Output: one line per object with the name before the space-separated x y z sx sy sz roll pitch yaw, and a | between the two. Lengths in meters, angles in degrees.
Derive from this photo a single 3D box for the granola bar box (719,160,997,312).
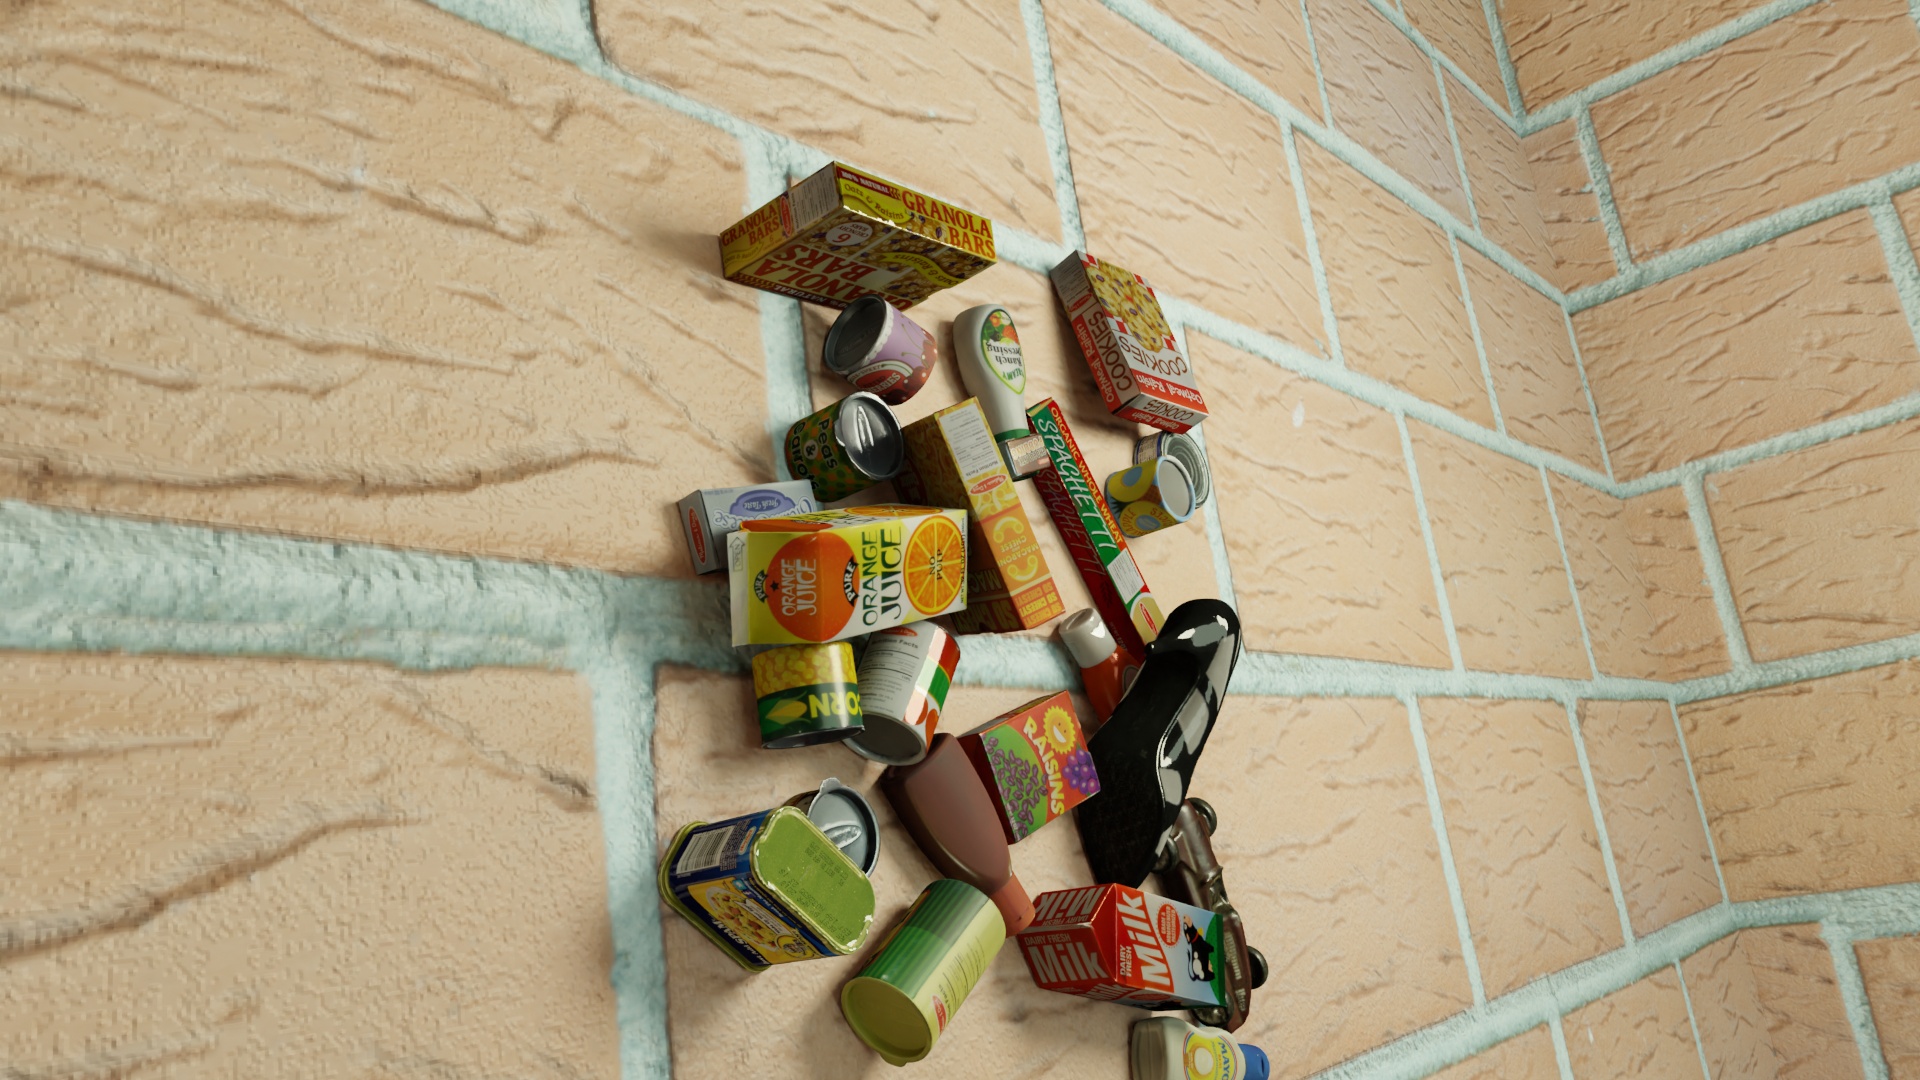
granola bar box | -0.072 -0.213 1.016 0.166 0.124 0.039 6 70 -49

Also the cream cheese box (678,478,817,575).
cream cheese box | -0.137 -0.010 0.929 0.104 0.024 0.053 -9 83 -51

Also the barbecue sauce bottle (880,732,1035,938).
barbecue sauce bottle | 0.004 0.212 0.982 0.065 0.043 0.148 -40 106 -39

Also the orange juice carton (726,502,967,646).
orange juice carton | -0.080 0.020 0.911 0.193 0.073 0.071 -10 102 -52

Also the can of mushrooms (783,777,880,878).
can of mushrooms | -0.086 0.190 0.893 0.071 0.033 0.071 23 58 -42

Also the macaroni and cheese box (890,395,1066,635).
macaroni and cheese box | 0.004 -0.013 1.020 0.040 0.123 0.166 -24 94 -23

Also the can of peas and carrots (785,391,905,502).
can of peas and carrots | -0.084 -0.066 0.990 0.071 0.058 0.071 24 57 -42

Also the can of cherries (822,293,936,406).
can of cherries | -0.060 -0.140 1.045 0.058 0.071 0.072 32 51 -40

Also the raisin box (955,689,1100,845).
raisin box | 0.050 0.172 1.059 0.124 0.040 0.086 -16 86 -53

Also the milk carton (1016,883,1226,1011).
milk carton | 0.121 0.309 1.057 0.190 0.072 0.074 27 55 -41

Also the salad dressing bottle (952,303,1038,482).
salad dressing bottle | 0.032 -0.123 1.166 0.064 0.044 0.148 -2 76 -49

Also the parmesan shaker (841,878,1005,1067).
parmesan shaker | -0.022 0.280 0.906 0.103 0.071 0.071 -42 107 -51

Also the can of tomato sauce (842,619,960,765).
can of tomato sauce | -0.042 0.105 0.959 0.071 0.071 0.083 45 45 -28

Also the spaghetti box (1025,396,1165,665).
spaghetti box | 0.116 -0.007 1.227 0.050 0.028 0.249 -39 105 -51

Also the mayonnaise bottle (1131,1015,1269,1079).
mayonnaise bottle | 0.196 0.422 1.121 0.148 0.041 0.065 24 57 -42

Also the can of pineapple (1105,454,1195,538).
can of pineapple | 0.177 -0.039 1.291 0.071 0.057 0.071 24 57 -43

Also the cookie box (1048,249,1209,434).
cookie box | 0.161 -0.187 1.327 0.123 0.040 0.168 9 54 -49

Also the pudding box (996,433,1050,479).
pudding box | 0.023 -0.056 1.092 0.050 0.083 0.030 -18 89 -52

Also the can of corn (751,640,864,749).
can of corn | -0.096 0.099 0.891 0.071 0.071 0.058 7 68 -49

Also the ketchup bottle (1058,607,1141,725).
ketchup bottle | 0.135 0.126 1.178 0.065 0.043 0.148 -45 109 -40
